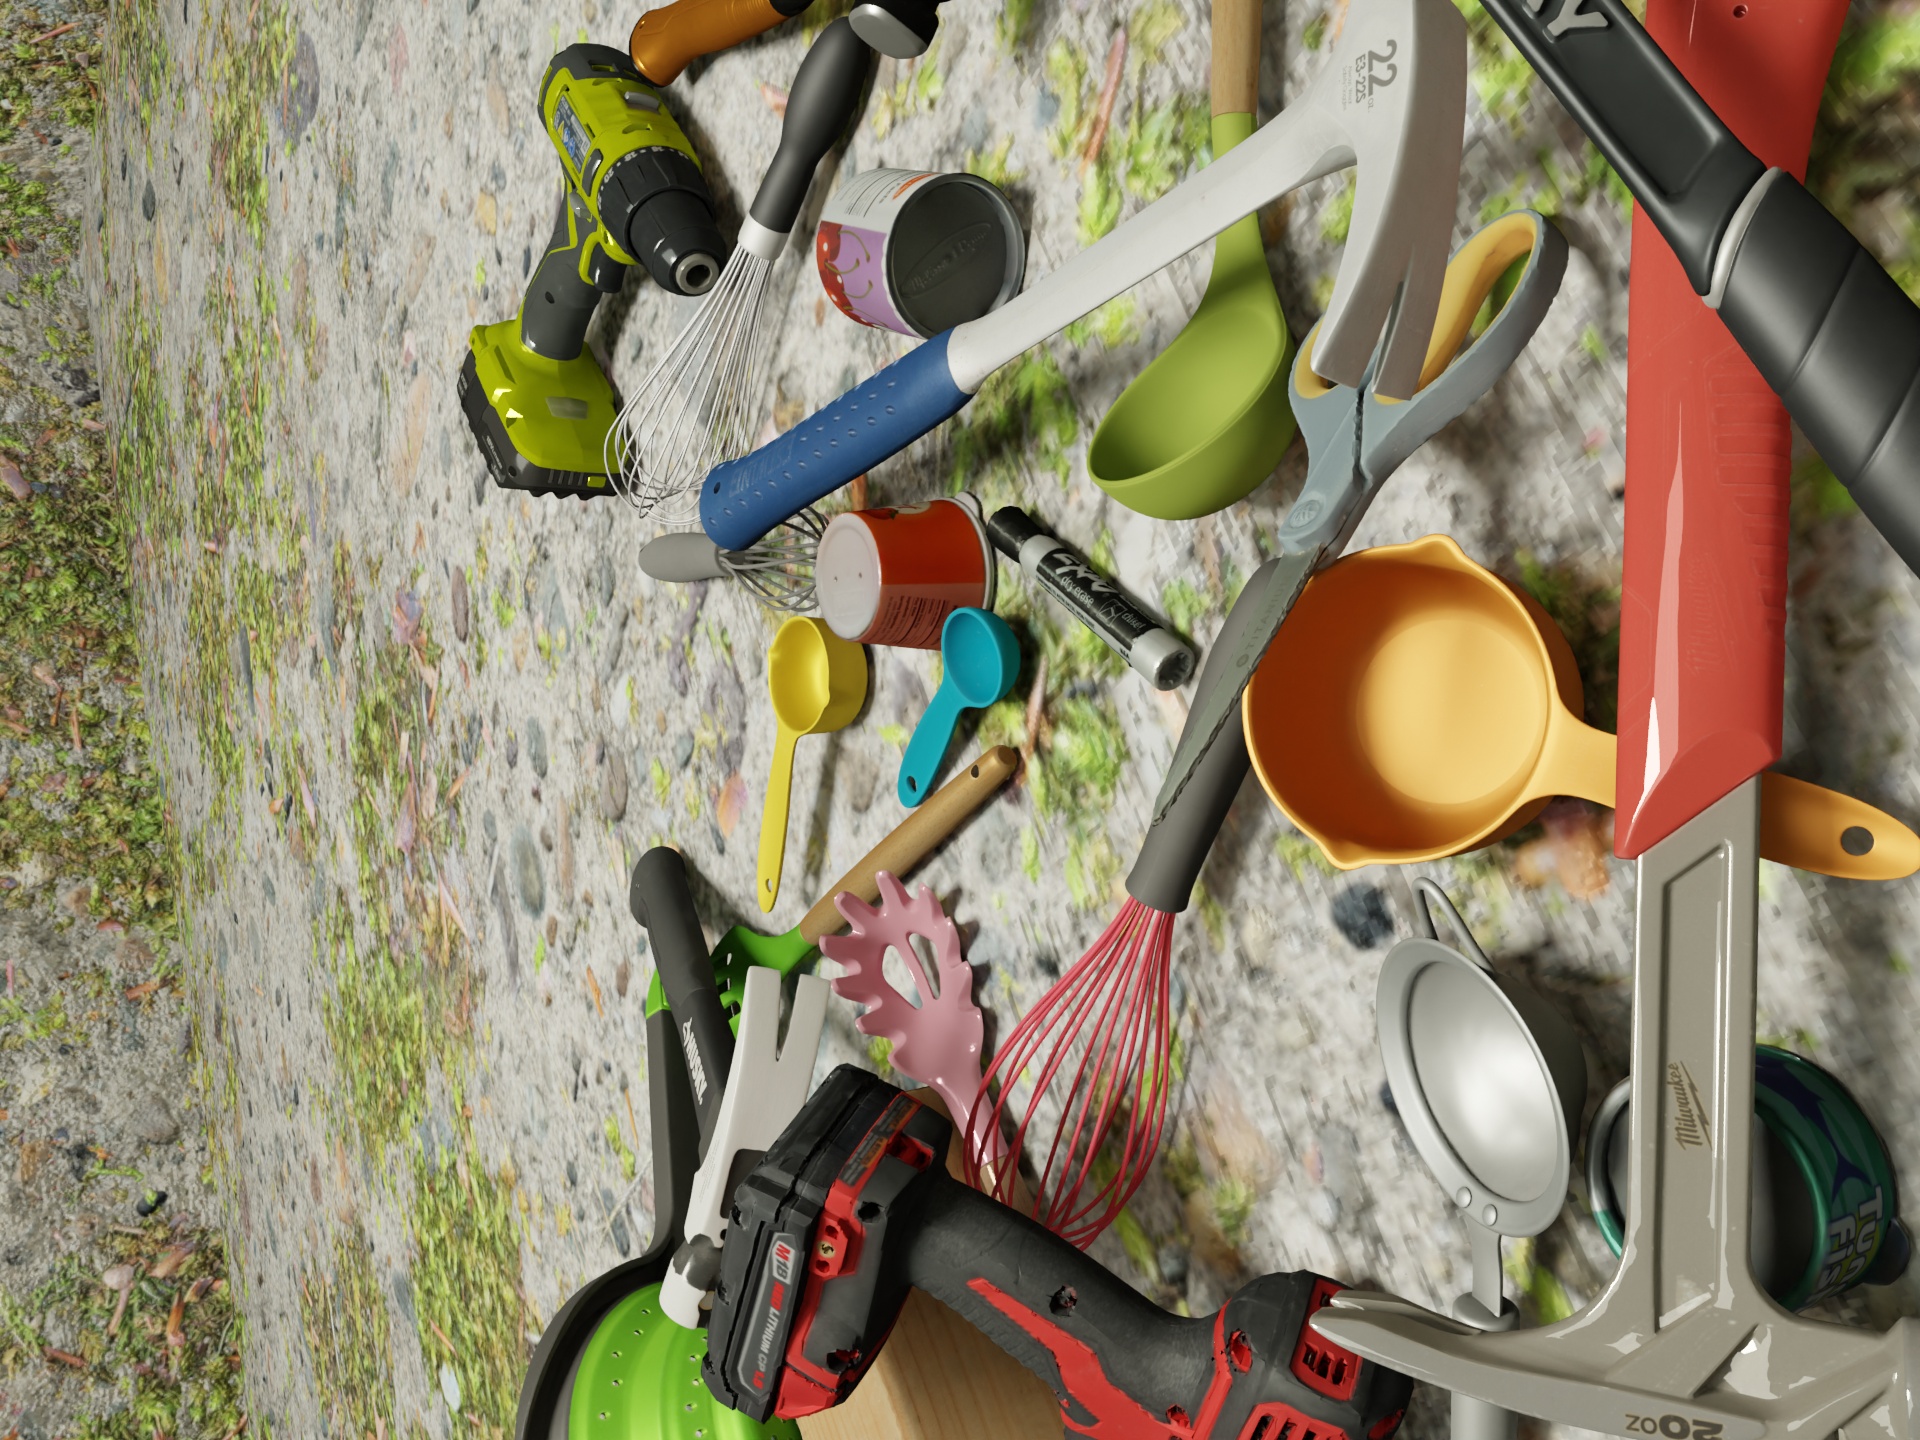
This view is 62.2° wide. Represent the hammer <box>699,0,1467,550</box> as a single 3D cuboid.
[{"bbox_3d":[0.007,-0.124,0.552,0.405,0.035,0.144,-17,69,55],"label":"hammer"}]

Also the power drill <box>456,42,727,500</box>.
[{"bbox_3d":[-0.208,-0.239,0.906,0.228,0.080,0.191,-58,48,36],"label":"power drill"}]

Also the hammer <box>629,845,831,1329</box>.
[{"bbox_3d":[-0.128,0.132,0.776,0.335,0.035,0.146,-135,61,-67],"label":"hammer"}]

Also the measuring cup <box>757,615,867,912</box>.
[{"bbox_3d":[-0.076,0.024,0.781,0.062,0.029,0.156,35,121,48],"label":"measuring cup"}]

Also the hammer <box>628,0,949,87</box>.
[{"bbox_3d":[-0.079,-0.344,0.729,0.337,0.034,0.127,21,86,57],"label":"hammer"}]

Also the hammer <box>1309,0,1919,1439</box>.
[{"bbox_3d":[0.166,-0.016,0.379,0.149,0.036,0.359,1,86,28],"label":"hammer"}]

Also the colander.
[{"bbox_3d":[-0.104,0.269,0.770,0.094,0.204,0.398,-35,44,23],"label":"colander"}]

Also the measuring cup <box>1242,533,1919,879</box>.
[{"bbox_3d":[0.164,0.008,0.431,0.174,0.052,0.095,19,99,32],"label":"measuring cup"}]

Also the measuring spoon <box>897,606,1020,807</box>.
[{"bbox_3d":[-0.001,-0.002,0.691,0.042,0.021,0.128,57,145,24],"label":"measuring spoon"}]

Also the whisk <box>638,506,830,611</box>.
[{"bbox_3d":[-0.119,-0.083,0.821,0.239,0.055,0.055,8,100,58],"label":"whisk"}]

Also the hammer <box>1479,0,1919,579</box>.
[{"bbox_3d":[0.162,-0.123,0.346,0.149,0.036,0.409,-34,77,8],"label":"hammer"}]

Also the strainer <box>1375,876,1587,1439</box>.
[{"bbox_3d":[0.154,0.166,0.463,0.087,0.050,0.258,-151,57,-69],"label":"strainer"}]

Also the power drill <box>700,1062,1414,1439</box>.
[{"bbox_3d":[0.028,0.221,0.543,0.220,0.078,0.143,21,119,15],"label":"power drill"}]

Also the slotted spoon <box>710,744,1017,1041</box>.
[{"bbox_3d":[-0.061,0.090,0.770,0.313,0.031,0.070,-44,54,46],"label":"slotted spoon"}]

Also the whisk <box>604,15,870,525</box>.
[{"bbox_3d":[-0.111,-0.213,0.789,0.070,0.070,0.284,57,131,34],"label":"whisk"}]

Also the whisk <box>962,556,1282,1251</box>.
[{"bbox_3d":[0.063,0.078,0.568,0.073,0.073,0.295,41,120,45],"label":"whisk"}]

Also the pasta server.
[{"bbox_3d":[0.023,0.206,0.651,0.060,0.040,0.316,-29,65,6],"label":"pasta server"}]

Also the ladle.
[{"bbox_3d":[0.081,-0.225,0.518,0.078,0.062,0.320,5,95,57],"label":"ladle"}]
